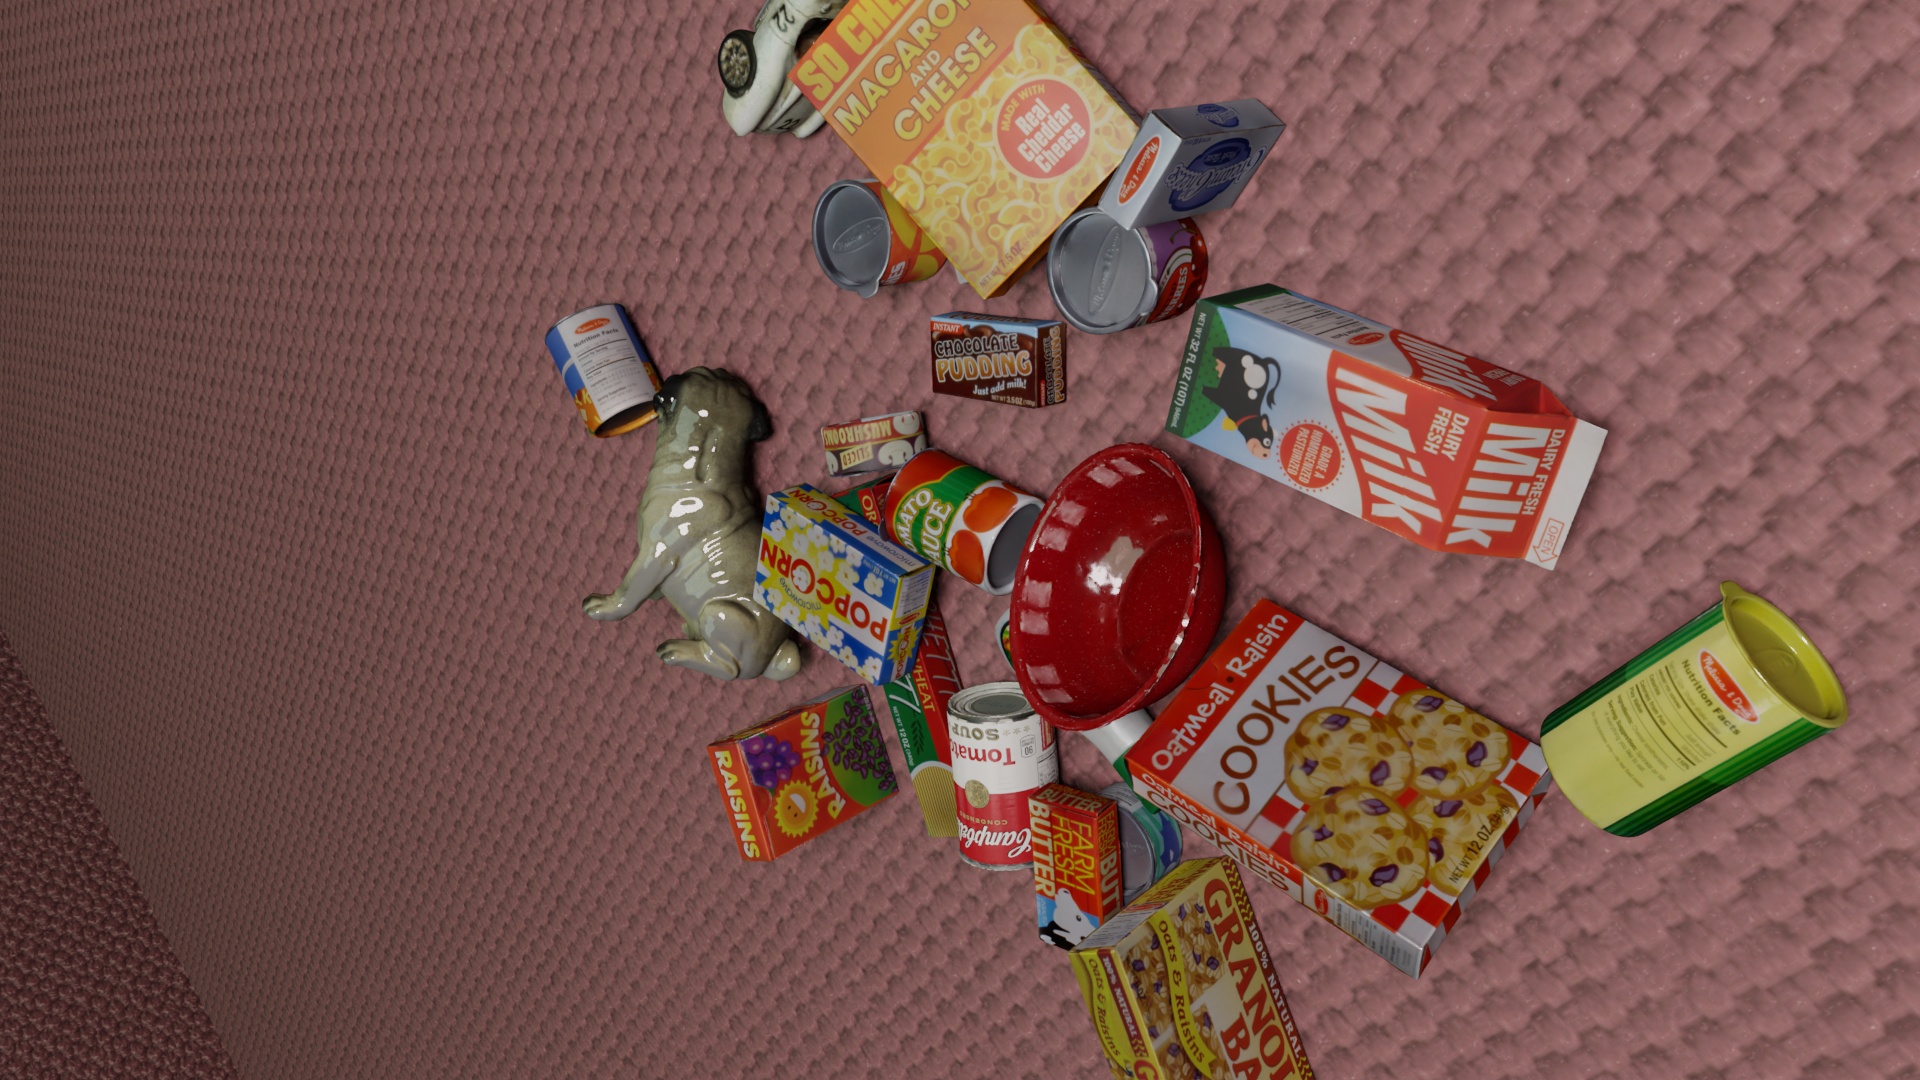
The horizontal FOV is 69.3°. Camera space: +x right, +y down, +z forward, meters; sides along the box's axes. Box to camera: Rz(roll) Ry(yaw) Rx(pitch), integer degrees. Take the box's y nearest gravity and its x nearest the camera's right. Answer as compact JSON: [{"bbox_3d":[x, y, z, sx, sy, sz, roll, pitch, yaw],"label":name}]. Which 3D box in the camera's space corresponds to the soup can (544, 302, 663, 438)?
[{"bbox_3d":[-0.270,-0.129,1.066,0.071,0.071,0.084,-33,82,43],"label":"soup can"}]

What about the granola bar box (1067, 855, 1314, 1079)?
[{"bbox_3d":[0.137,0.282,0.790,0.039,0.125,0.165,-20,90,44],"label":"granola bar box"}]

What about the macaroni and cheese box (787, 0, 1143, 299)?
[{"bbox_3d":[0.005,-0.234,0.752,0.123,0.040,0.166,-42,87,22],"label":"macaroni and cheese box"}]

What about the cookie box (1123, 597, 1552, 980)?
[{"bbox_3d":[0.186,0.115,0.692,0.168,0.123,0.040,31,154,31],"label":"cookie box"}]

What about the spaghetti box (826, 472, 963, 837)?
[{"bbox_3d":[-0.032,0.080,0.943,0.050,0.029,0.249,-14,94,44],"label":"spaghetti box"}]

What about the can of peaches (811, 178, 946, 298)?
[{"bbox_3d":[-0.047,-0.186,0.849,0.071,0.058,0.071,15,114,37],"label":"can of peaches"}]

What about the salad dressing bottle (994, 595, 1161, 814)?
[{"bbox_3d":[0.082,0.095,0.834,0.148,0.044,0.064,50,132,18],"label":"salad dressing bottle"}]

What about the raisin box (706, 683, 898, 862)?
[{"bbox_3d":[-0.108,0.161,0.973,0.040,0.124,0.086,-13,95,44],"label":"raisin box"}]

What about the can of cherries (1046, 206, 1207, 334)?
[{"bbox_3d":[0.091,-0.144,0.738,0.071,0.058,0.071,14,112,38],"label":"can of cherries"}]

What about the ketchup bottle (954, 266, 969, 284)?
[{"bbox_3d":[-0.001,-0.225,0.803,0.064,0.044,0.148,-8,99,35],"label":"ketchup bottle"}]

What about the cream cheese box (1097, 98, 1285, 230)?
[{"bbox_3d":[0.113,-0.183,0.673,0.024,0.104,0.053,46,131,17],"label":"cream cheese box"}]

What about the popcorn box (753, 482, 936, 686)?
[{"bbox_3d":[-0.079,0.028,0.919,0.127,0.038,0.084,31,123,32],"label":"popcorn box"}]

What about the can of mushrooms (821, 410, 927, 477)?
[{"bbox_3d":[-0.055,-0.062,0.888,0.071,0.071,0.033,-2,101,42],"label":"can of mushrooms"}]

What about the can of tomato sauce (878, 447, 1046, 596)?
[{"bbox_3d":[0.003,-0.011,0.853,0.083,0.071,0.071,27,121,32],"label":"can of tomato sauce"}]

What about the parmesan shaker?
[{"bbox_3d":[0.314,0.075,0.605,0.071,0.071,0.102,53,132,15],"label":"parmesan shaker"}]

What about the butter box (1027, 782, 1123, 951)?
[{"bbox_3d":[0.071,0.202,0.845,0.053,0.024,0.103,9,111,41],"label":"butter box"}]

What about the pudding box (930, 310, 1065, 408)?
[{"bbox_3d":[0.022,-0.109,0.831,0.084,0.030,0.049,14,112,38],"label":"pudding box"}]

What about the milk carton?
[{"bbox_3d":[0.200,-0.056,0.657,0.191,0.074,0.072,28,121,32],"label":"milk carton"}]

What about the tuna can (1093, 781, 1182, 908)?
[{"bbox_3d":[0.102,0.187,0.854,0.071,0.033,0.070,15,114,38],"label":"tuna can"}]
